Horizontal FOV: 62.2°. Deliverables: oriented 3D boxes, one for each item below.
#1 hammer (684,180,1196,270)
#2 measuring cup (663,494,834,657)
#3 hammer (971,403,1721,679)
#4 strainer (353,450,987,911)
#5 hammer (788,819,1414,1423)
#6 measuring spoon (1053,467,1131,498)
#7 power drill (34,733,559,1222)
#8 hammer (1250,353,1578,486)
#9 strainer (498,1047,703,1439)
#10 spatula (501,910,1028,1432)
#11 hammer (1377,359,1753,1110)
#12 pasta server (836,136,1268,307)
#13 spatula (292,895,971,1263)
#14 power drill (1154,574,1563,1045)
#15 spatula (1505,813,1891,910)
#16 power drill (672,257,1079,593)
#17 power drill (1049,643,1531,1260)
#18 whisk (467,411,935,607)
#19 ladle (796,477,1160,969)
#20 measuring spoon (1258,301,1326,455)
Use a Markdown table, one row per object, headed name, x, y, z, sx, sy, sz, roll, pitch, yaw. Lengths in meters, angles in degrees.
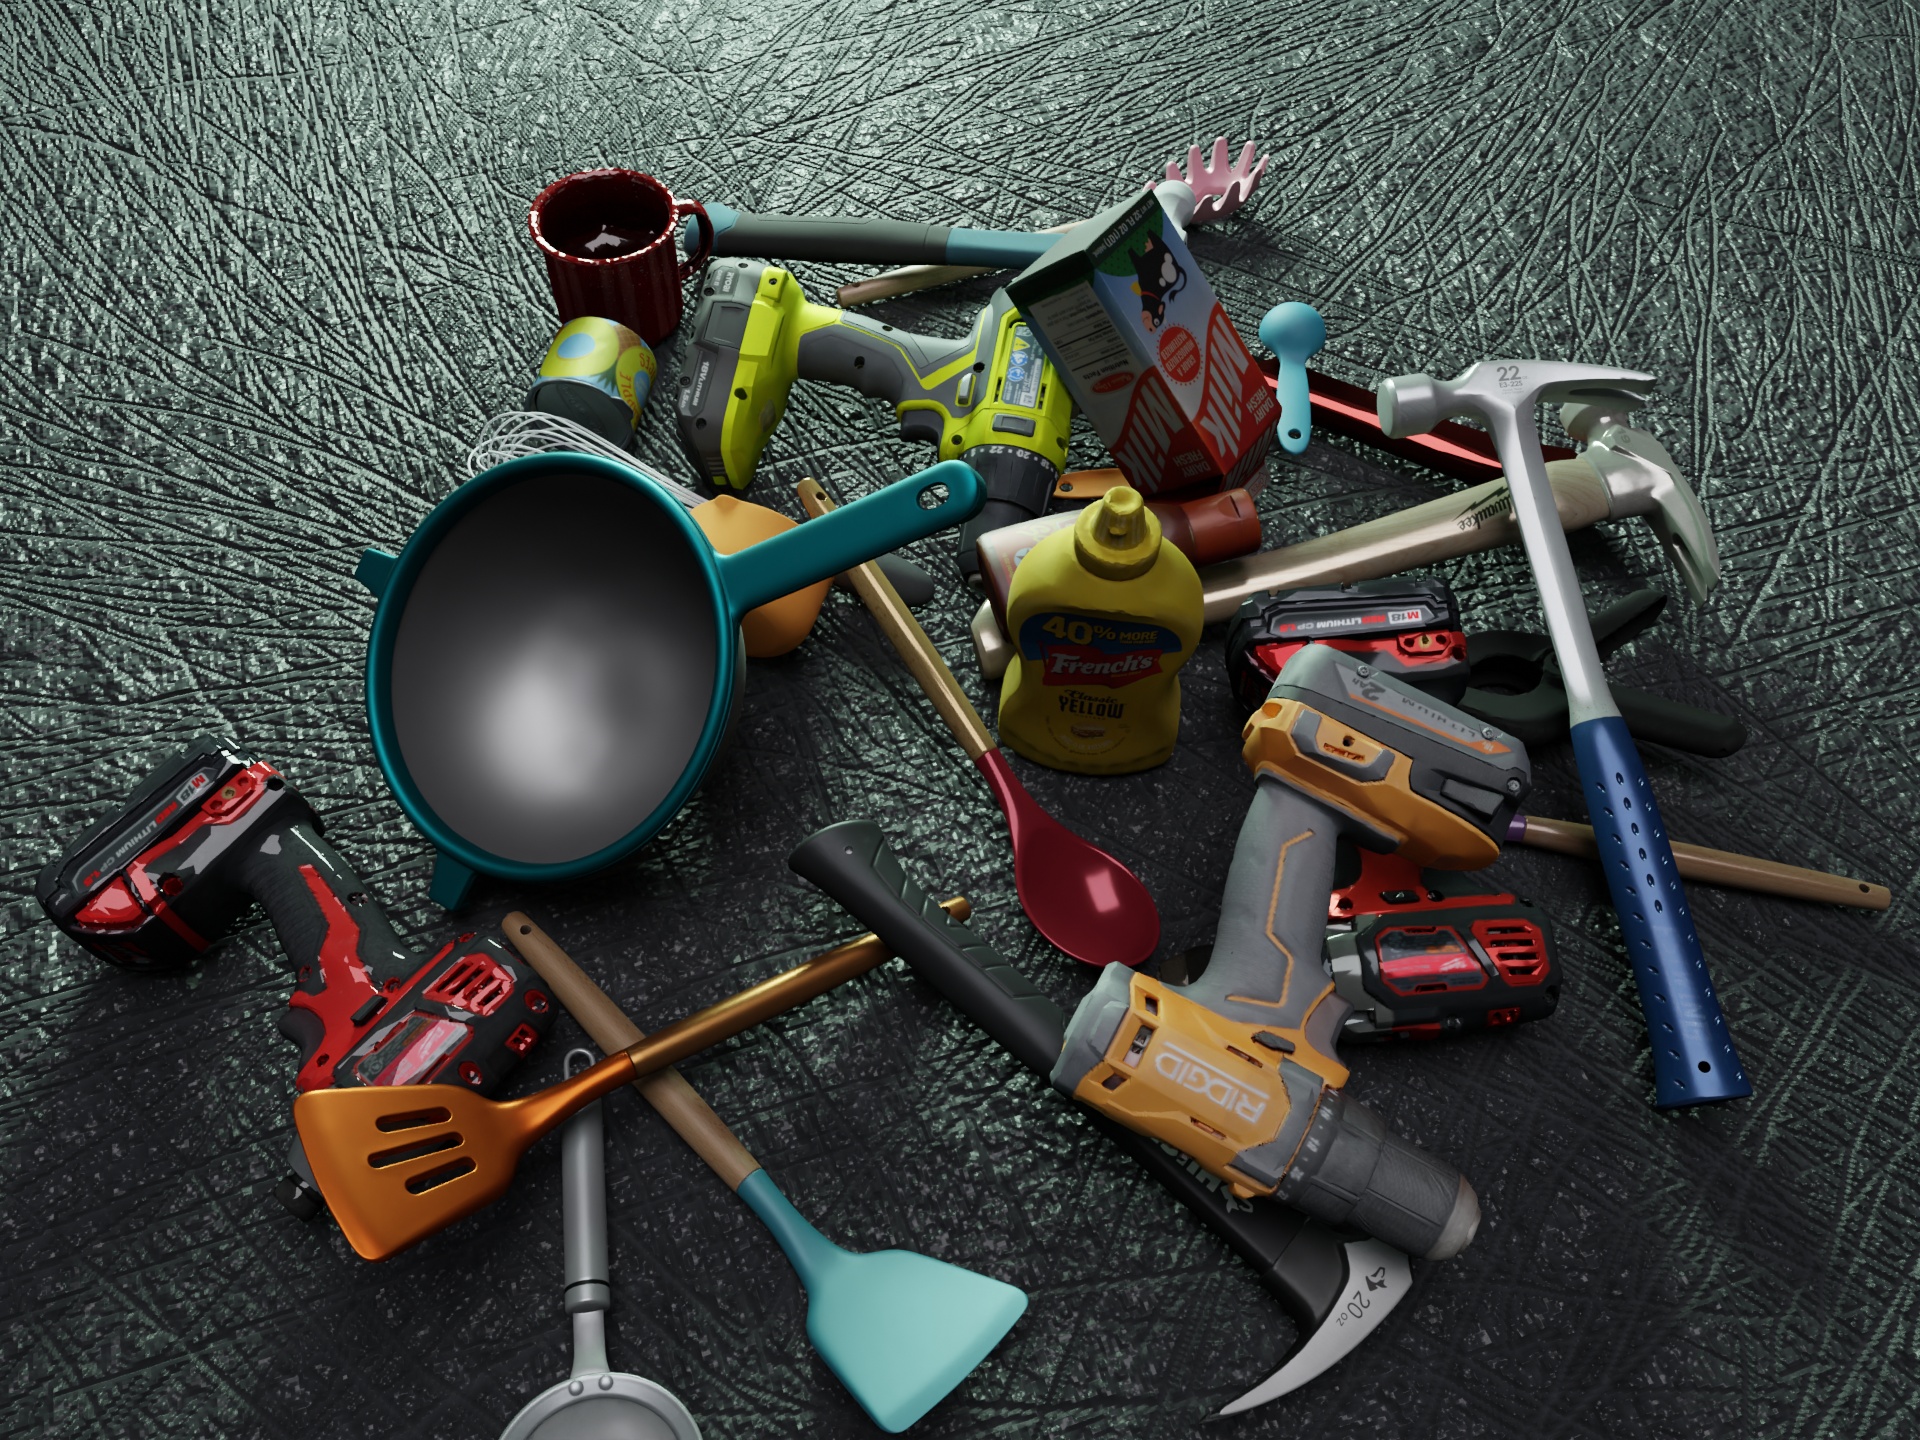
| name | x | y | z | sx | sy | sz | roll | pitch | yaw |
| --- | --- | --- | --- | --- | --- | --- | --- | --- | --- |
| hammer | -0.019 | -0.311 | 1.040 | 0.331 | 0.033 | 0.128 | 7 | 54 | 12 |
| measuring cup | -0.157 | -0.076 | 0.884 | 0.174 | 0.095 | 0.052 | 3 | 59 | 23 |
| hammer | 0.209 | -0.081 | 0.891 | 0.410 | 0.038 | 0.146 | -15 | 61 | -4 |
| strainer | -0.132 | -0.045 | 0.790 | 0.340 | 0.095 | 0.211 | -21 | 77 | 16 |
| hammer | 0.050 | 0.162 | 0.725 | 0.335 | 0.035 | 0.146 | 39 | 63 | 15 |
| measuring spoon | 0.108 | -0.144 | 0.973 | 0.117 | 0.011 | 0.021 | -4 | 58 | 0 |
| power drill | -0.310 | 0.119 | 0.738 | 0.220 | 0.078 | 0.143 | 35 | 67 | 16 |
| hammer | 0.210 | -0.200 | 0.996 | 0.359 | 0.036 | 0.149 | 25 | 59 | 15 |
| strainer | -0.156 | 0.254 | 0.674 | 0.087 | 0.050 | 0.259 | -4 | 50 | -12 |
| spatula | -0.110 | 0.184 | 0.720 | 0.318 | 0.044 | 0.082 | 39 | 53 | 24 |
| hammer | 0.329 | -0.010 | 0.814 | 0.144 | 0.035 | 0.406 | -8 | 69 | 1 |
| pasta server | 0.064 | -0.334 | 1.083 | 0.316 | 0.040 | 0.060 | -19 | 48 | -13 |
| spatula | -0.126 | 0.141 | 0.718 | 0.322 | 0.041 | 0.081 | -22 | 60 | -29 |
| power drill | 0.182 | 0.050 | 0.792 | 0.188 | 0.080 | 0.227 | -6 | 66 | 3 |
| spatula | 0.320 | 0.060 | 0.833 | 0.316 | 0.018 | 0.060 | 11 | 55 | 7 |
| power drill | -0.047 | -0.179 | 0.942 | 0.228 | 0.080 | 0.191 | 10 | 73 | 4 |
| power drill | 0.168 | 0.103 | 0.692 | 0.185 | 0.084 | 0.226 | 28 | 76 | 9 |
| whisk | -0.150 | -0.115 | 0.919 | 0.284 | 0.070 | 0.070 | 18 | 57 | 5 |
| ladle | -0.001 | -0.003 | 0.823 | 0.069 | 0.031 | 0.316 | -22 | 71 | -36 |
| measuring spoon | 0.205 | -0.213 | 0.970 | 0.042 | 0.021 | 0.129 | 5 | 54 | 3 |
